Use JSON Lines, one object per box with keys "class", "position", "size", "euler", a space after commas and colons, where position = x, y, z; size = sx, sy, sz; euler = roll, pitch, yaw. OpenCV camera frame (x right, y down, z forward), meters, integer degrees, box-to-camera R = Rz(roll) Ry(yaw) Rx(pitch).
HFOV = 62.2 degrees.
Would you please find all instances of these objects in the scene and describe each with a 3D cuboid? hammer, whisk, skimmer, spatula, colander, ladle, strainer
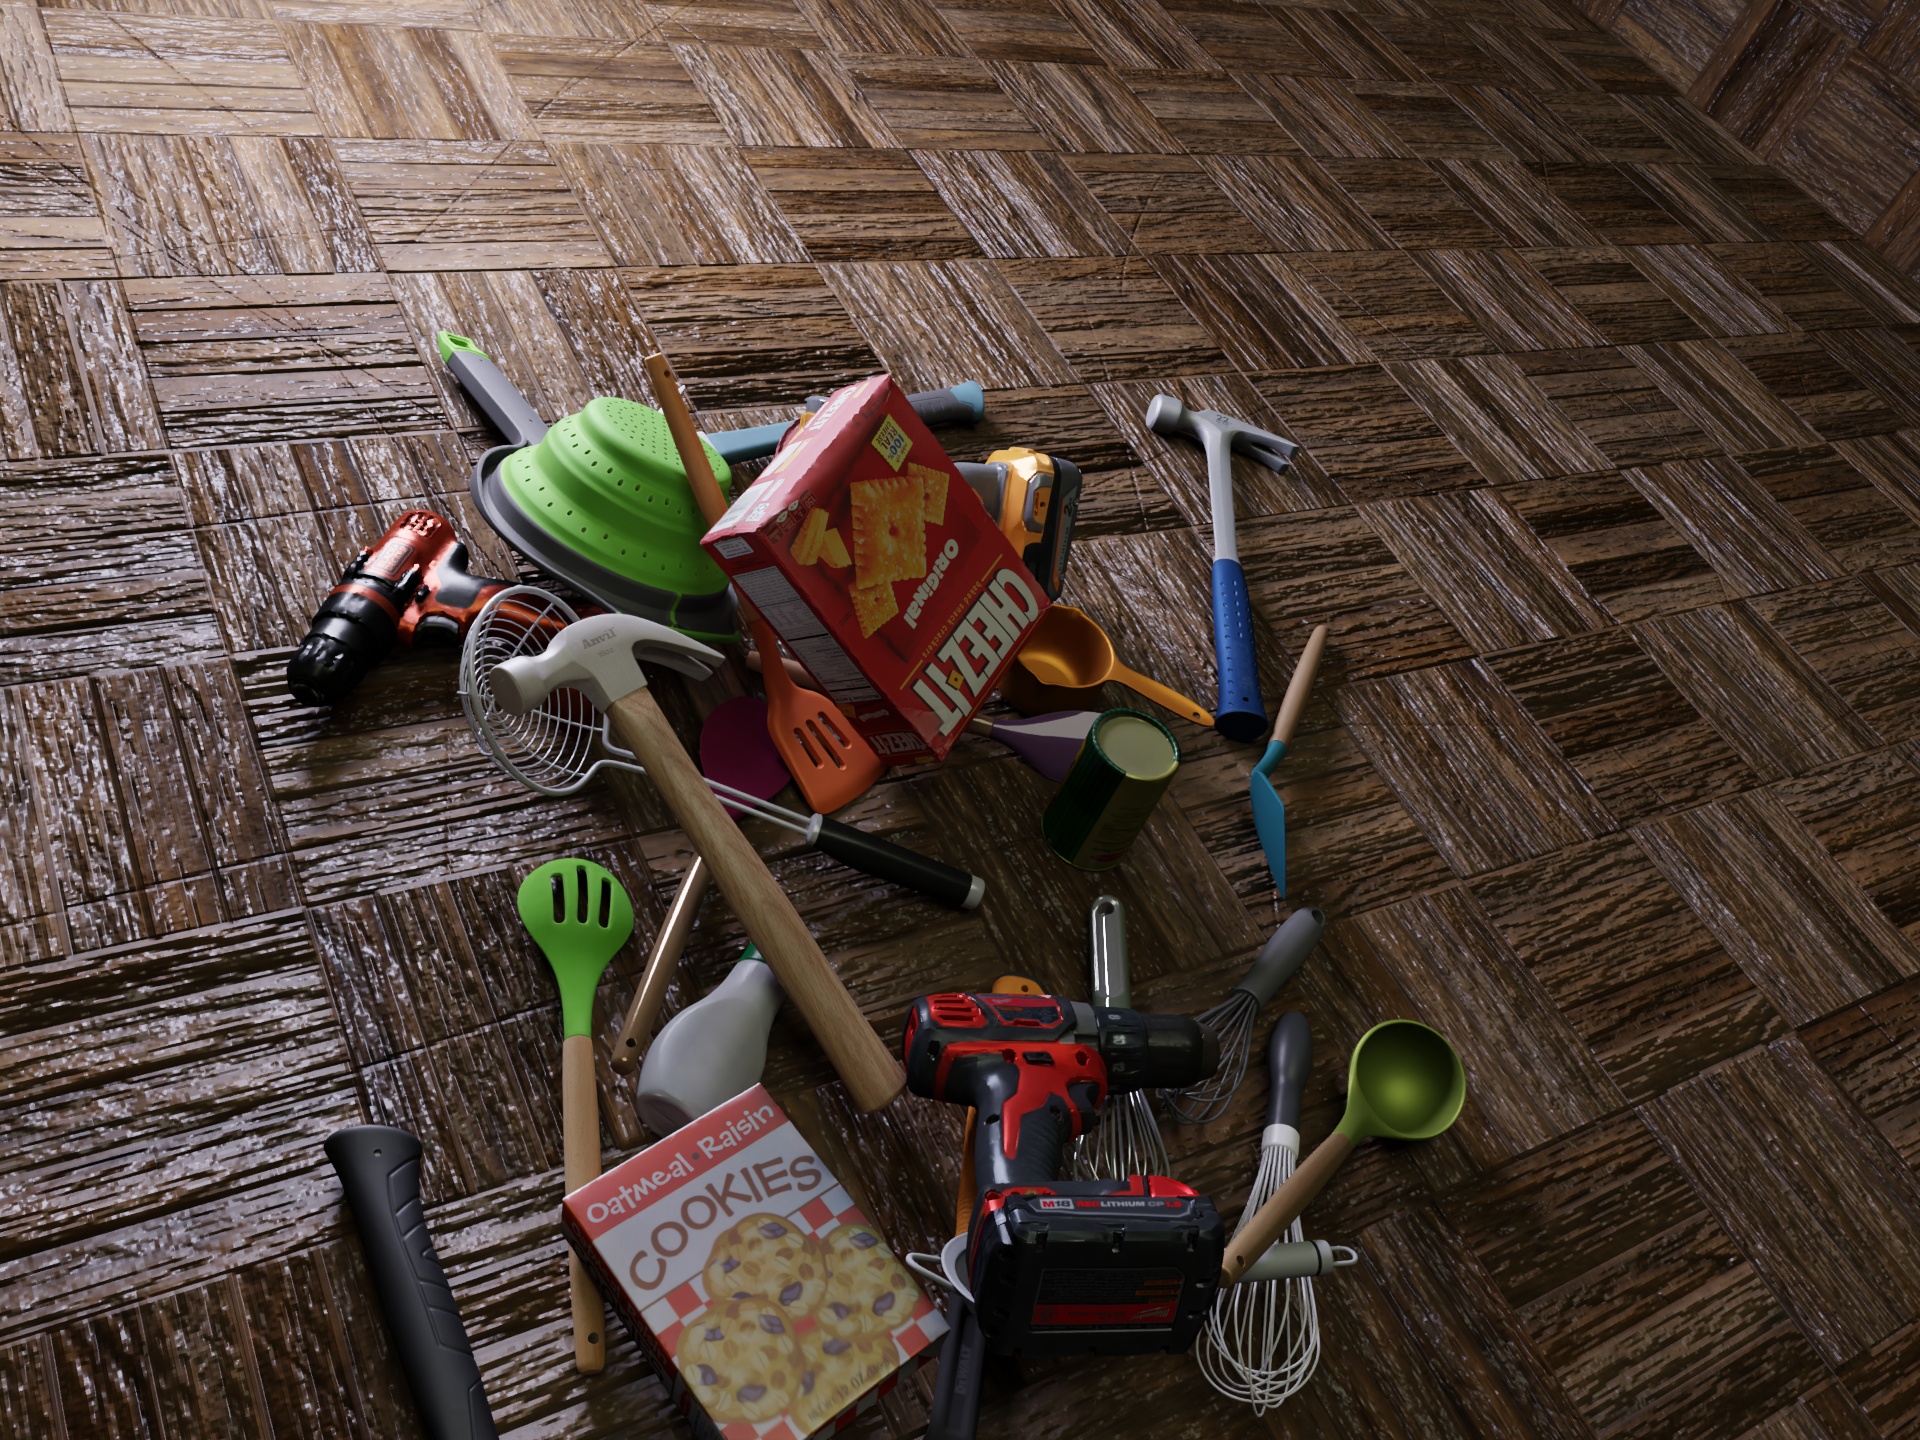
{"class": "hammer", "position": [-0.131, 0.082, 0.928], "size": [0.130, 0.031, 0.331], "euler": [-34, 90, -43]}
{"class": "whisk", "position": [0.190, 0.282, 0.960], "size": [0.070, 0.070, 0.285], "euler": [23, 40, -1]}
{"class": "hammer", "position": [-0.237, 0.337, 0.742], "size": [0.146, 0.035, 0.335], "euler": [-13, 55, -32]}
{"class": "skimmer", "position": [-0.137, 0.033, 0.991], "size": [0.363, 0.090, 0.127], "euler": [23, 48, -15]}
{"class": "hammer", "position": [0.004, 0.281, 0.896], "size": [0.127, 0.034, 0.337], "euler": [19, 45, -7]}
{"class": "whisk", "position": [0.096, 0.205, 0.998], "size": [0.058, 0.059, 0.247], "euler": [-7, 42, 8]}
{"class": "spatula", "position": [-0.138, -0.092, 1.069], "size": [0.081, 0.041, 0.322], "euler": [-36, 112, -43]}
{"class": "spatula", "position": [-0.002, -0.004, 1.160], "size": [0.316, 0.018, 0.060], "euler": [15, 81, -6]}
{"class": "hammer", "position": [-0.111, -0.243, 1.333], "size": [0.331, 0.033, 0.128], "euler": [-19, 60, -35]}
{"class": "hammer", "position": [0.237, -0.140, 1.381], "size": [0.144, 0.035, 0.406], "euler": [14, 46, -10]}
{"class": "whisk", "position": [0.192, 0.188, 1.053], "size": [0.055, 0.055, 0.239], "euler": [38, 42, 13]}
{"class": "colander", "position": [-0.274, -0.210, 1.153], "size": [0.204, 0.094, 0.397], "euler": [7, 33, -50]}
{"class": "ladle", "position": [0.223, 0.253, 0.933], "size": [0.078, 0.062, 0.320], "euler": [56, 31, 12]}
{"class": "spatula", "position": [0.264, 0.010, 1.246], "size": [0.044, 0.082, 0.318], "euler": [6, 35, 21]}
{"class": "strainer", "position": [0.096, 0.298, 0.848], "size": [0.258, 0.050, 0.087], "euler": [0, 15, -15]}

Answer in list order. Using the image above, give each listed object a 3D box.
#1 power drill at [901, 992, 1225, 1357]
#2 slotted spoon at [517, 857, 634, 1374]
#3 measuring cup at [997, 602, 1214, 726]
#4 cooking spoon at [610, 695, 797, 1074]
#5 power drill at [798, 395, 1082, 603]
{"class": "power drill", "position": [0.073, 0.226, 0.855], "size": [0.188, 0.080, 0.227], "euler": [4, 25, -12]}
{"class": "slotted spoon", "position": [-0.210, 0.202, 0.885], "size": [0.070, 0.031, 0.314], "euler": [8, 48, -25]}
{"class": "measuring cup", "position": [0.105, -0.022, 1.207], "size": [0.173, 0.052, 0.095], "euler": [27, 45, 0]}
{"class": "cooking spoon", "position": [-0.163, 0.091, 1.001], "size": [0.068, 0.017, 0.319], "euler": [26, 40, -10]}
{"class": "power drill", "position": [-0.029, -0.134, 1.197], "size": [0.226, 0.185, 0.084], "euler": [6, 8, -33]}
